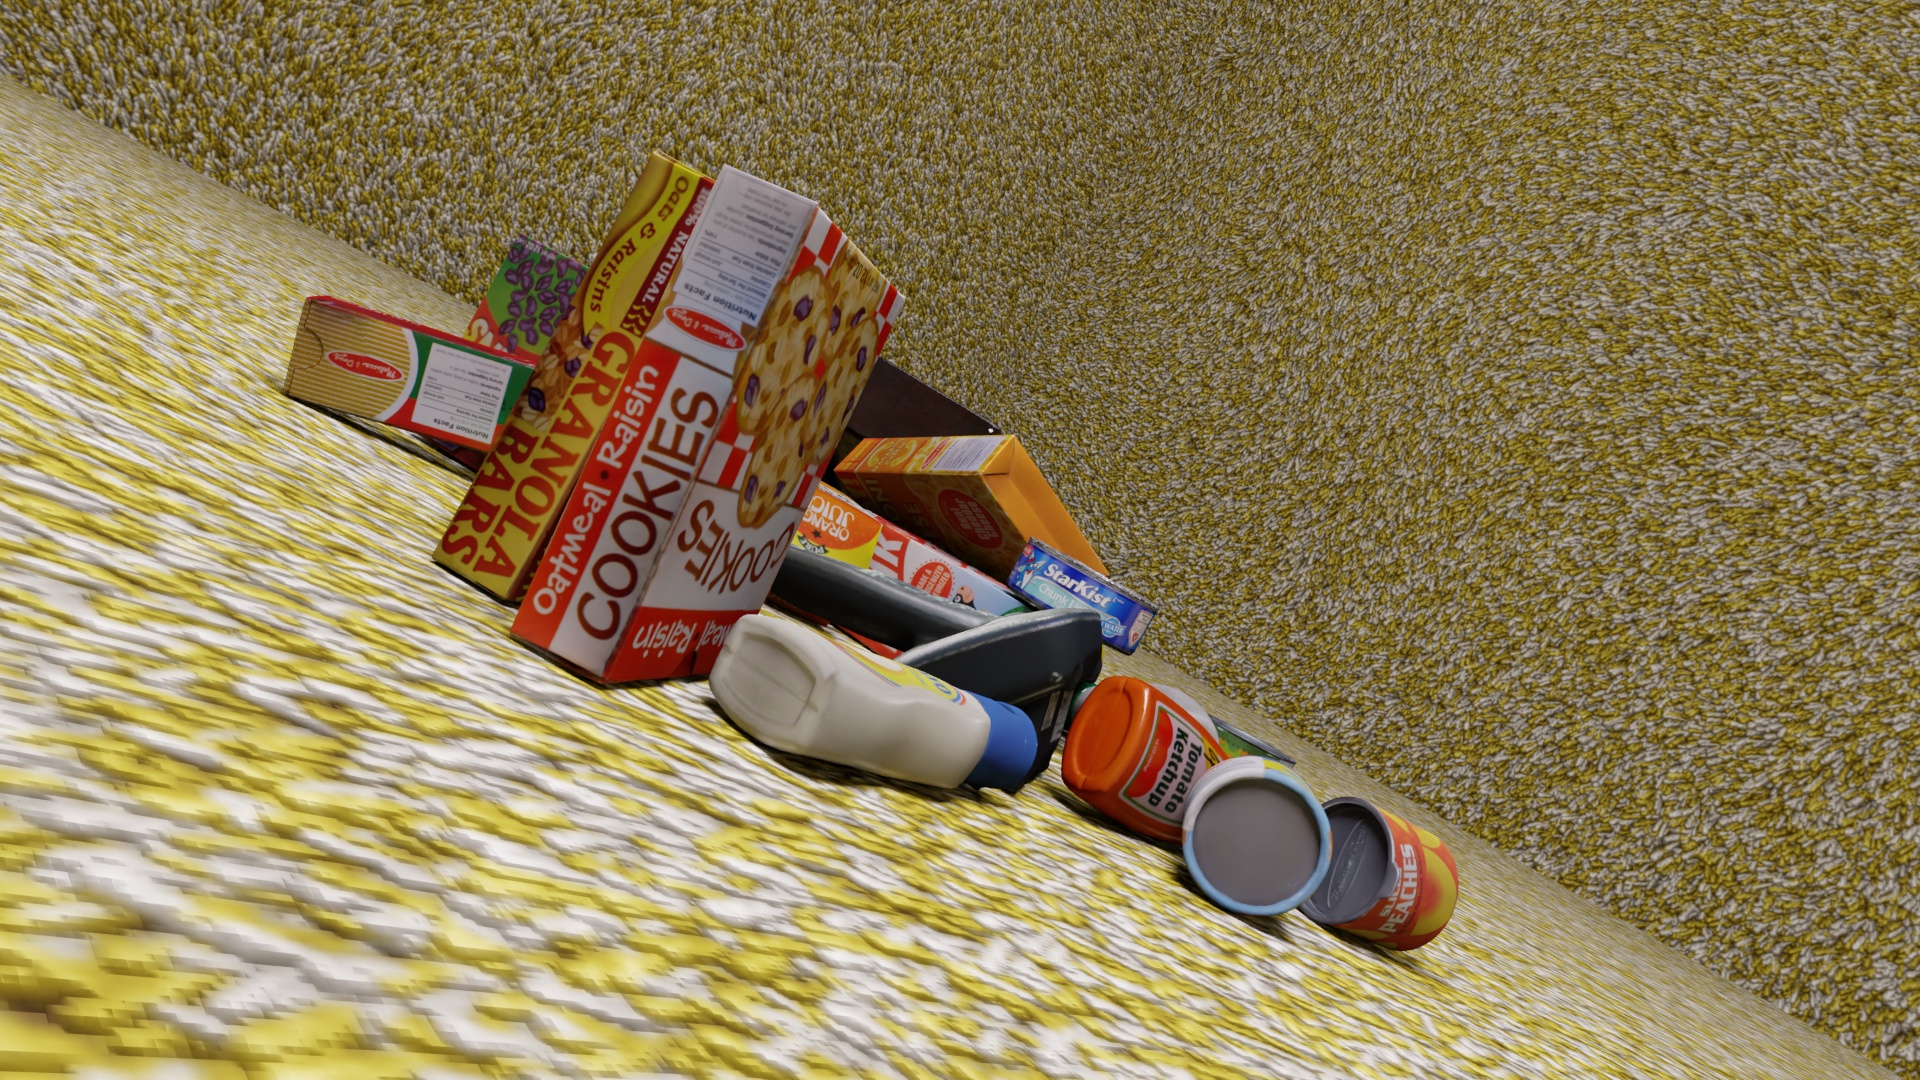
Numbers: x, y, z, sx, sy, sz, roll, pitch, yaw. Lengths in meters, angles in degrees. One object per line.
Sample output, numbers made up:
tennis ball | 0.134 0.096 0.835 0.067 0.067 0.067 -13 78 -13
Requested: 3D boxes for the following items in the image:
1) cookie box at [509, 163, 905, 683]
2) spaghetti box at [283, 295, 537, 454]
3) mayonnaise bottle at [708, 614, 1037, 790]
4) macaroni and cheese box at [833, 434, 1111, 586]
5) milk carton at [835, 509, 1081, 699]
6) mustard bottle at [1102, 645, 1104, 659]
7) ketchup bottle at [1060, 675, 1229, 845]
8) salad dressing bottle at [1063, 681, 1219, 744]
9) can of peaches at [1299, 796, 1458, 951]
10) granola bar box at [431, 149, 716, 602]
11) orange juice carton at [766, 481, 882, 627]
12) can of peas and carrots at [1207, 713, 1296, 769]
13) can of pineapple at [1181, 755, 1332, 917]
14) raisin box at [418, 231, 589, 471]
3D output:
cookie box | -0.083 -0.033 0.497 0.040 0.167 0.123 25 1 11
spaghetti box | -0.201 -0.059 0.696 0.250 0.050 0.029 17 10 -13
mayonnaise bottle | -0.024 0.067 0.530 0.065 0.041 0.148 26 1 39
macaroni and cheese box | 0.003 -0.012 0.919 0.166 0.040 0.123 4 -44 53
milk carton | -0.015 0.045 0.857 0.191 0.072 0.073 29 1 40
mustard bottle | 0.062 0.062 0.939 0.065 0.048 0.160 23 5 -16
ketchup bottle | 0.112 0.125 0.703 0.043 0.065 0.148 10 -21 47
salad dressing bottle | 0.103 0.116 0.875 0.044 0.064 0.147 39 -11 -22
can of peaches | 0.215 0.174 0.717 0.058 0.071 0.071 28 1 -31
granola bar box | -0.117 -0.051 0.541 0.039 0.165 0.124 29 1 15
orange juice carton | -0.104 -0.002 0.863 0.072 0.073 0.193 28 2 -16
can of peas and carrots | 0.166 0.148 0.874 0.071 0.058 0.071 27 1 0
can of pineapple | 0.135 0.135 0.634 0.071 0.071 0.058 28 1 11
raisin box | -0.225 -0.090 0.745 0.086 0.123 0.040 28 -1 16
